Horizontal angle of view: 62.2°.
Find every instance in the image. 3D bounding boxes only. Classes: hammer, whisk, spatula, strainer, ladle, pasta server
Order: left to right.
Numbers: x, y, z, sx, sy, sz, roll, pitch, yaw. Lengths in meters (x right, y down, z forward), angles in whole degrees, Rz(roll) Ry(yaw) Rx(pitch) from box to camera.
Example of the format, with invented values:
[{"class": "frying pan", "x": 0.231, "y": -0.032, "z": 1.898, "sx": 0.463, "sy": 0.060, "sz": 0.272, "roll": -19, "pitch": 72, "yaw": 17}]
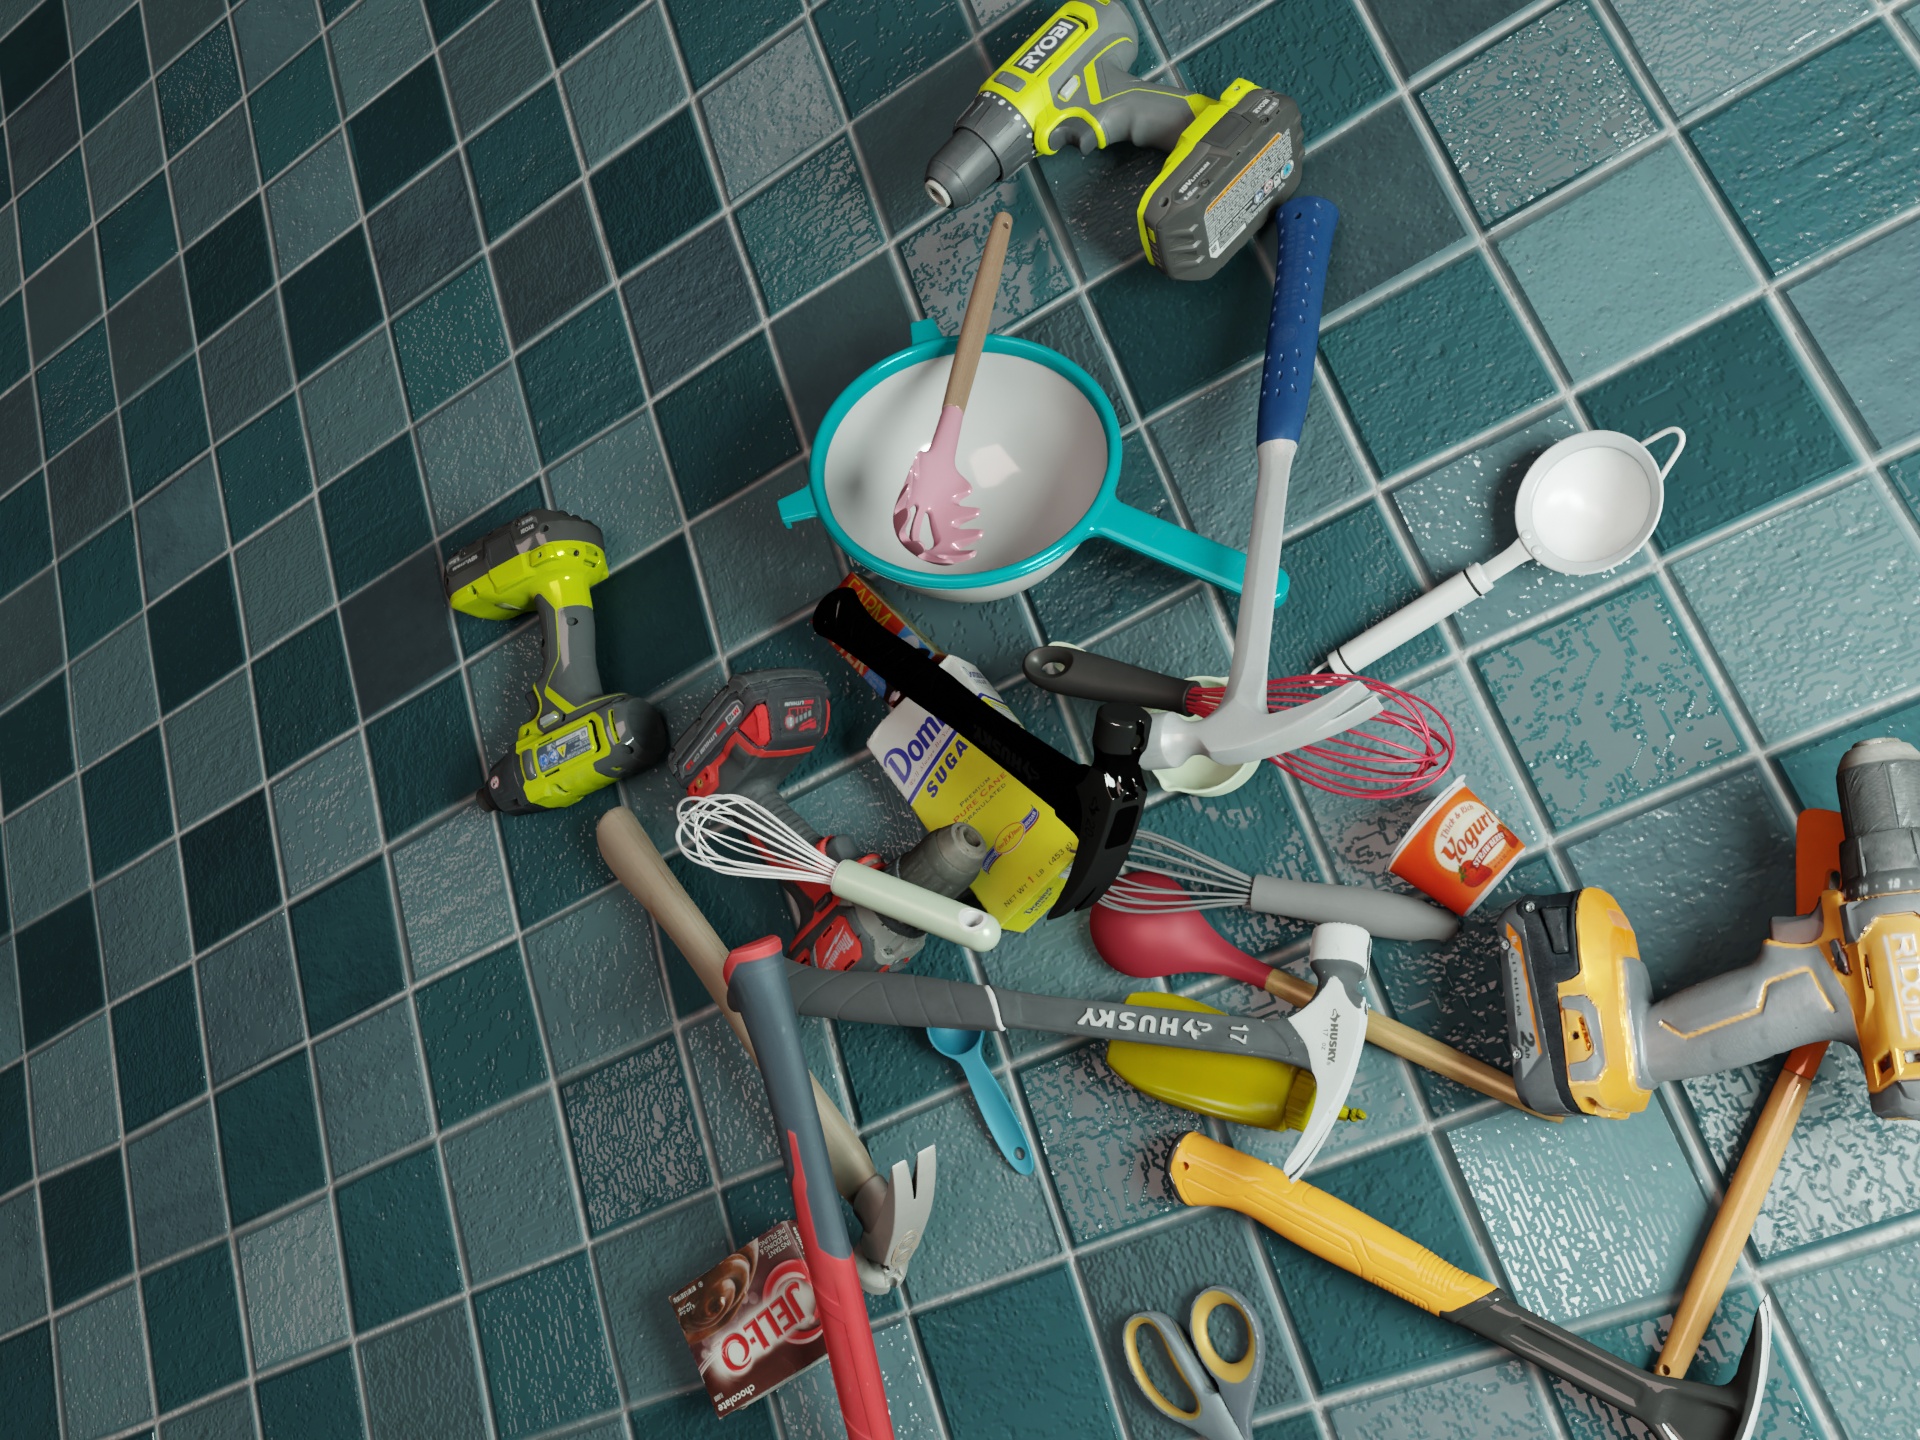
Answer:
[{"class": "hammer", "x": -0.149, "y": 0.199, "z": 1.117, "sx": 0.411, "sy": 0.038, "sz": 0.146, "roll": 48, "pitch": 141, "yaw": 32}, {"class": "whisk", "x": -0.084, "y": 0.100, "z": 1.031, "sx": 0.246, "sy": 0.059, "sz": 0.058, "roll": 19, "pitch": 48, "yaw": 23}, {"class": "hammer", "x": -0.074, "y": 0.324, "z": 0.989, "sx": 0.143, "sy": 0.038, "sz": 0.386, "roll": -10, "pitch": 94, "yaw": 43}, {"class": "hammer", "x": -0.002, "y": -0.003, "z": 1.036, "sx": 0.335, "sy": 0.035, "sz": 0.146, "roll": 36, "pitch": 128, "yaw": 45}, {"class": "pasta server", "x": 0.005, "y": -0.230, "z": 1.064, "sx": 0.040, "sy": 0.060, "sz": 0.316, "roll": -26, "pitch": 42, "yaw": 49}, {"class": "hammer", "x": 0.039, "y": 0.185, "z": 0.981, "sx": 0.409, "sy": 0.036, "sz": 0.149, "roll": 2, "pitch": 63, "yaw": 22}, {"class": "strainer", "x": 0.062, "y": -0.132, "z": 1.078, "sx": 0.340, "sy": 0.095, "sz": 0.211, "roll": 25, "pitch": 67, "yaw": 18}, {"class": "whisk", "x": 0.159, "y": -0.009, "z": 0.976, "sx": 0.296, "sy": 0.073, "sz": 0.073, "roll": 15, "pitch": 86, "yaw": 36}, {"class": "whisk", "x": 0.181, "y": 0.104, "z": 0.973, "sx": 0.239, "sy": 0.055, "sz": 0.055, "roll": 8, "pitch": 83, "yaw": 18}, {"class": "hammer", "x": 0.199, "y": -0.159, "z": 0.978, "sx": 0.144, "sy": 0.035, "sz": 0.406, "roll": -7, "pitch": 59, "yaw": 36}, {"class": "ladle", "x": 0.212, "y": 0.170, "z": 0.969, "sx": 0.316, "sy": 0.031, "sz": 0.069, "roll": 22, "pitch": 87, "yaw": 29}, {"class": "hammer", "x": 0.266, "y": 0.308, "z": 0.892, "sx": 0.337, "sy": 0.034, "sz": 0.127, "roll": 20, "pitch": 96, "yaw": 33}, {"class": "strainer", "x": 0.320, "y": -0.091, "z": 0.960, "sx": 0.258, "sy": 0.050, "sz": 0.087, "roll": -34, "pitch": 59, "yaw": 24}, {"class": "spatula", "x": 0.426, "y": 0.207, "z": 0.836, "sx": 0.081, "sy": 0.041, "sz": 0.322, "roll": 24, "pitch": 92, "yaw": 48}]

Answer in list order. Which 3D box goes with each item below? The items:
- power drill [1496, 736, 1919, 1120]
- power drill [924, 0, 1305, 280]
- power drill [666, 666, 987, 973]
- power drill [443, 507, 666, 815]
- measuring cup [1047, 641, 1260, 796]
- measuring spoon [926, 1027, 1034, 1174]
[{"class": "power drill", "x": 0.400, "y": 0.115, "z": 0.819, "sx": 0.226, "sy": 0.084, "sz": 0.185, "roll": -15, "pitch": 68, "yaw": 40}, {"class": "power drill", "x": 0.102, "y": -0.398, "z": 1.103, "sx": 0.229, "sy": 0.080, "sz": 0.190, "roll": 38, "pitch": 80, "yaw": 29}, {"class": "power drill", "x": -0.090, "y": 0.069, "z": 1.098, "sx": 0.188, "sy": 0.080, "sz": 0.227, "roll": -45, "pitch": 67, "yaw": 32}, {"class": "power drill", "x": -0.338, "y": -0.041, "z": 1.284, "sx": 0.171, "sy": 0.080, "sz": 0.223, "roll": -23, "pitch": 72, "yaw": 22}, {"class": "measuring cup", "x": 0.126, "y": -0.009, "z": 1.048, "sx": 0.168, "sy": 0.038, "sz": 0.083, "roll": 33, "pitch": 95, "yaw": 32}, {"class": "measuring spoon", "x": 0.019, "y": 0.243, "z": 1.065, "sx": 0.042, "sy": 0.021, "sz": 0.129, "roll": -32, "pitch": 75, "yaw": 18}]
